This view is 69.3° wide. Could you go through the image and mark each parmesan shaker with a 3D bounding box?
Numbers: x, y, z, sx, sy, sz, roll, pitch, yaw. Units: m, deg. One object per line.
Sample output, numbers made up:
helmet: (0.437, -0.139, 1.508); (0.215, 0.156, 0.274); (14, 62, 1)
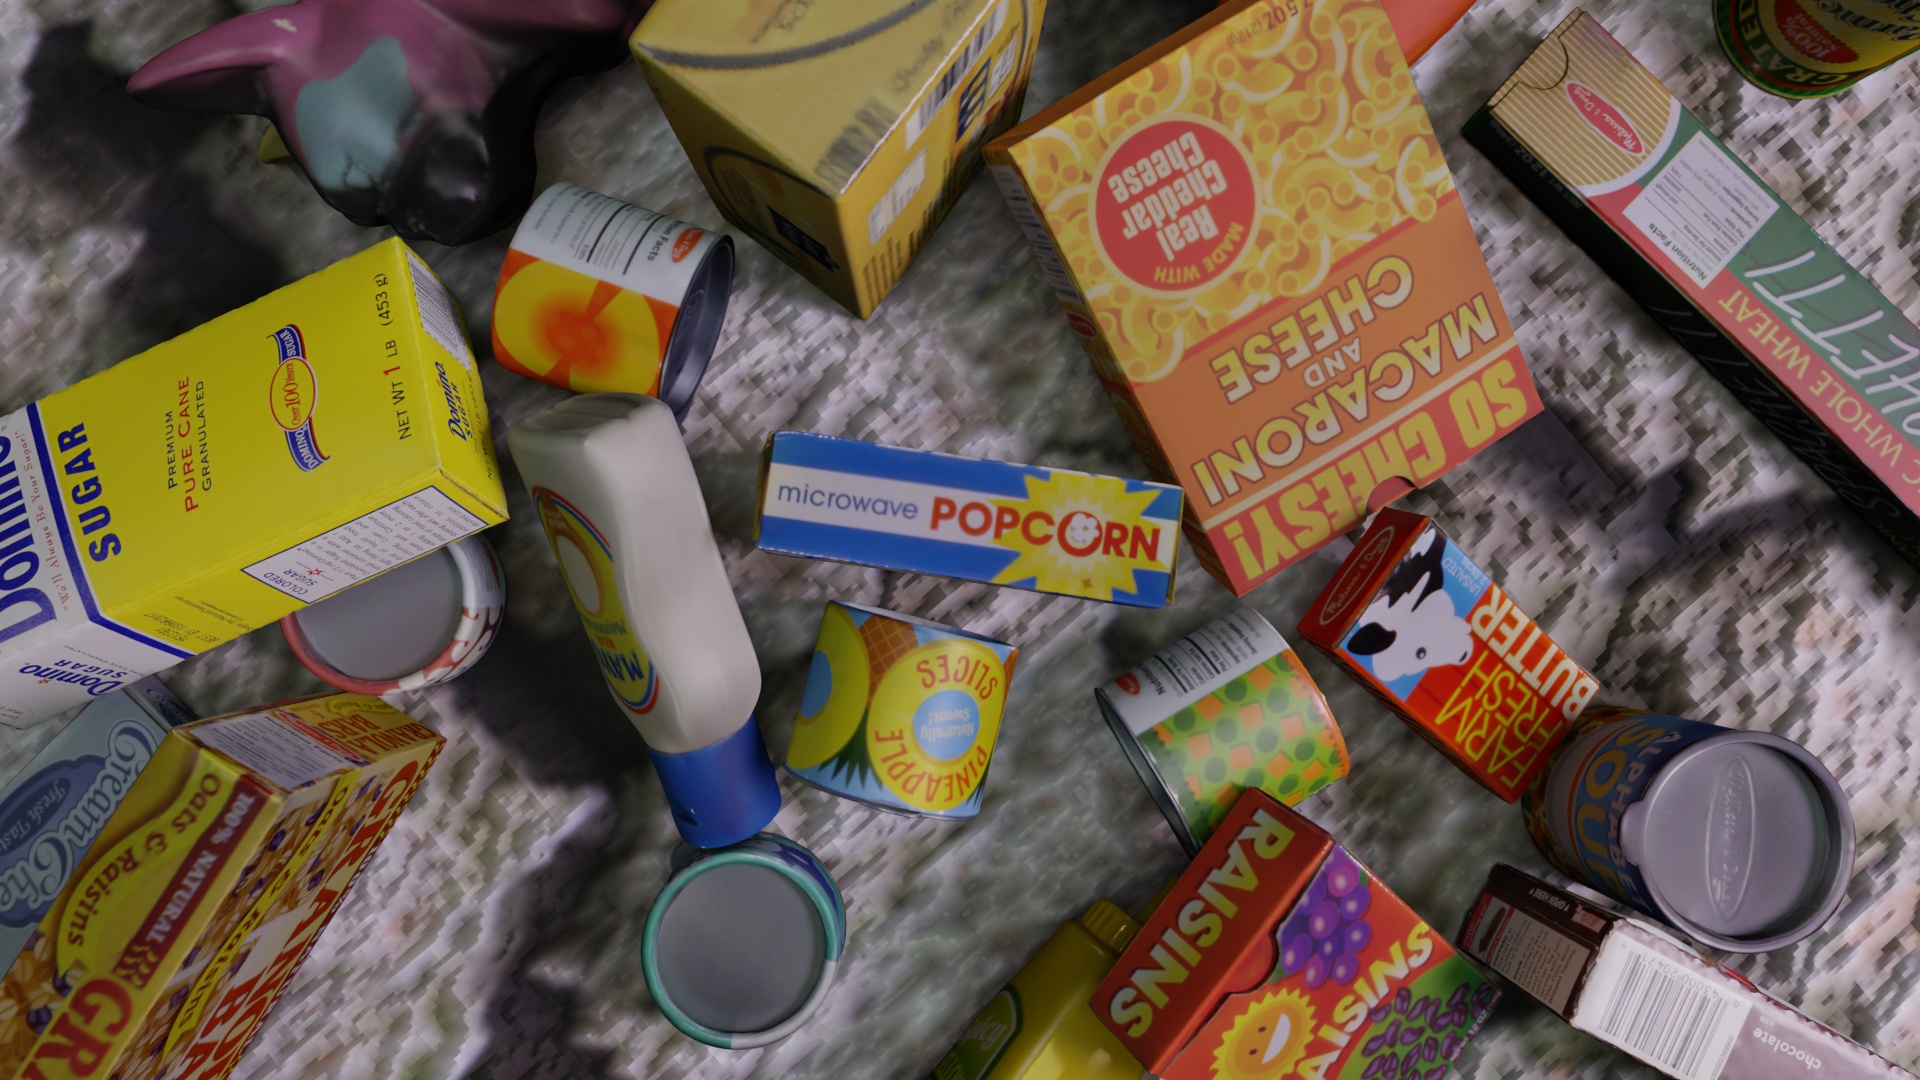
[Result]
parmesan shaker: (0.305, -0.195, 0.453); (0.071, 0.103, 0.071); (0, 89, -1)

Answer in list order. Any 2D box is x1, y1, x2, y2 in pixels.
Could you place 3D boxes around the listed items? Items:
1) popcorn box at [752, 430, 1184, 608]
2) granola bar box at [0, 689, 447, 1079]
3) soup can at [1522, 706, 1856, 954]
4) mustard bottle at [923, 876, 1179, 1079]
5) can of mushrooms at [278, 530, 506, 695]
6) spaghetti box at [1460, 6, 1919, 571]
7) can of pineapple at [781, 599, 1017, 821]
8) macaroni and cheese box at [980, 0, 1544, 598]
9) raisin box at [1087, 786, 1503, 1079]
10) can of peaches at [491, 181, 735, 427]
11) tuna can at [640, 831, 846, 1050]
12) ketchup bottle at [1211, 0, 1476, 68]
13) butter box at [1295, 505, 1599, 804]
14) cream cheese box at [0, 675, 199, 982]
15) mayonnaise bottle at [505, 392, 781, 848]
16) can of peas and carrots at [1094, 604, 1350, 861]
popcorn box: (0.002, -0.006, 0.447); (0.127, 0.085, 0.038); (8, 88, -1)
granola bar box: (-0.235, 0.127, 0.417); (0.039, 0.124, 0.165); (33, 88, 0)
soup can: (0.229, 0.090, 0.451); (0.071, 0.084, 0.071); (0, 88, -2)
mustard bottle: (0.031, 0.168, 0.456); (0.049, 0.065, 0.160); (41, 81, -7)
can of mushrooms: (-0.192, 0.020, 0.467); (0.071, 0.033, 0.071); (0, 89, -2)
spaghetti box: (0.284, -0.079, 0.486); (0.250, 0.028, 0.050); (44, 88, 0)
can of pineapple: (-0.018, 0.055, 0.453); (0.071, 0.071, 0.058); (14, 88, -1)
macaroni and cheese box: (0.101, -0.082, 0.449); (0.124, 0.040, 0.166); (-31, 109, -2)
raisin box: (0.109, 0.145, 0.437); (0.086, 0.040, 0.123); (-51, 124, -4)
can of peaches: (-0.113, -0.076, 0.457); (0.058, 0.071, 0.071); (19, 88, -1)
tuna can: (-0.074, 0.132, 0.467); (0.071, 0.033, 0.071); (0, 89, -2)
ketchup bottle: (0.108, -0.163, 0.476); (0.149, 0.043, 0.064); (-43, 91, -2)
butter box: (0.164, 0.039, 0.463); (0.103, 0.024, 0.053); (38, 87, -24)
cream cheese box: (-0.296, 0.099, 0.466); (0.104, 0.024, 0.053); (-45, 90, -2)
mayonnaise bottle: (-0.095, 0.028, 0.442); (0.041, 0.065, 0.147); (-31, 116, -35)
can of peas and carrots: (0.087, 0.065, 0.458); (0.059, 0.071, 0.071); (-30, 90, -2)
